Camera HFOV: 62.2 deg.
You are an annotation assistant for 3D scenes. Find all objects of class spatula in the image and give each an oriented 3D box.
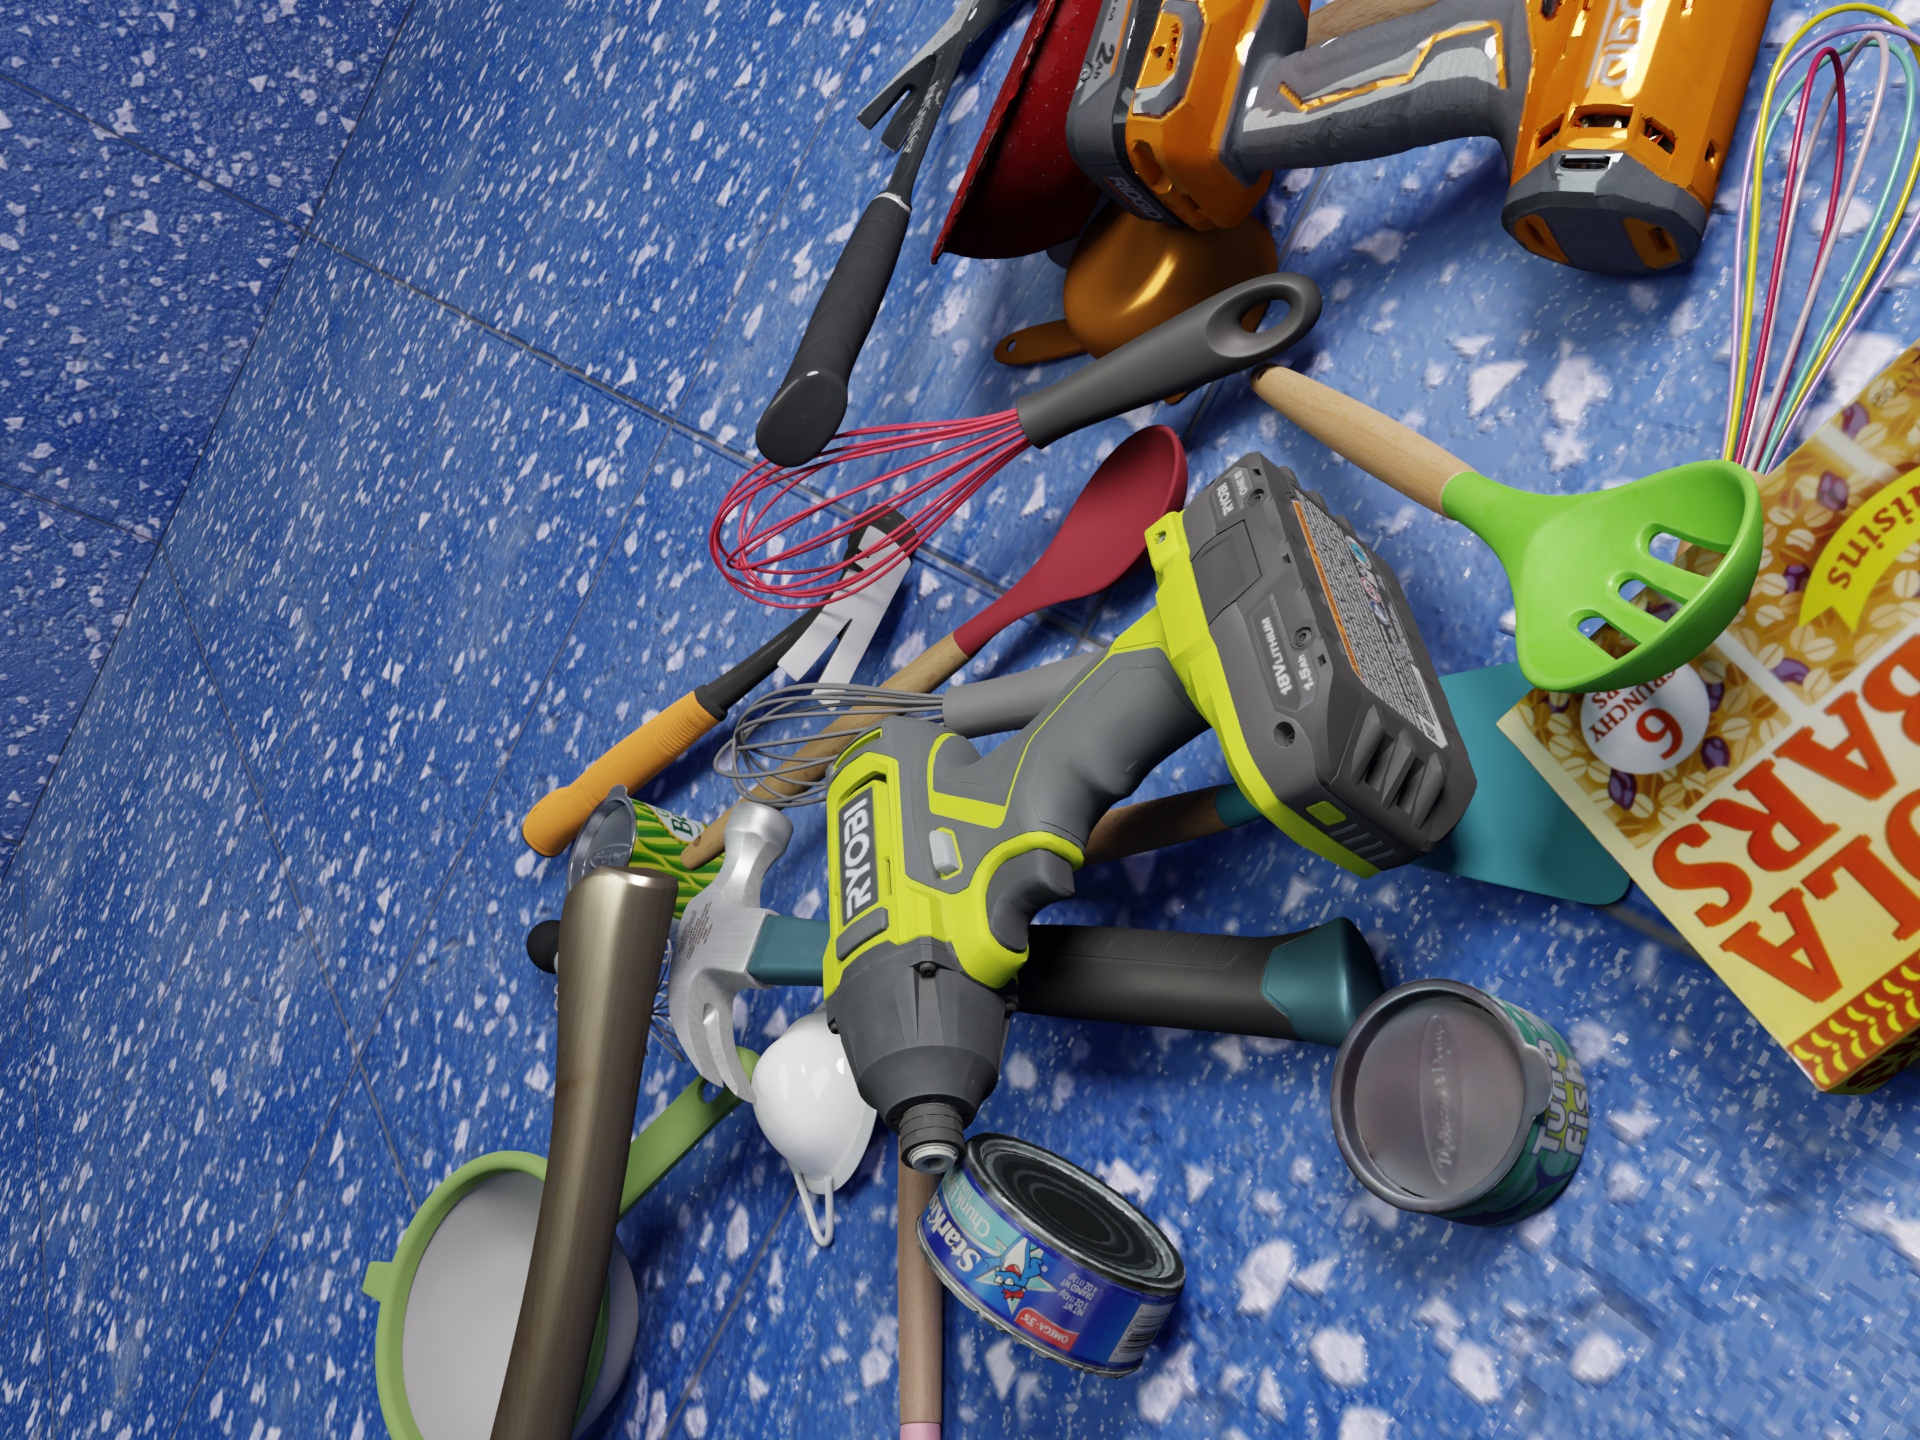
[{"bbox_3d":[0.087,0.041,0.579,0.317,0.044,0.082,-19,56,50],"label":"spatula"}]

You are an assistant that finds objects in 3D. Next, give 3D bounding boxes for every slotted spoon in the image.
[{"bbox_3d":[0.148,-0.079,0.498,0.070,0.031,0.314,-52,21,12],"label":"slotted spoon"}]

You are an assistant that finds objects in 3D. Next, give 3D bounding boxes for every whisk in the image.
[{"bbox_3d":[-0.002,-0.002,0.653,0.239,0.055,0.055,-11,61,28],"label":"whisk"},{"bbox_3d":[-0.190,0.130,0.817,0.285,0.070,0.070,-2,69,67],"label":"whisk"},{"bbox_3d":[0.228,-0.091,0.460,0.051,0.047,0.245,15,86,52],"label":"whisk"},{"bbox_3d":[0.013,-0.118,0.674,0.296,0.073,0.073,-21,54,26],"label":"whisk"}]

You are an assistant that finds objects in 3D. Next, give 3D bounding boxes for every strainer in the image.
[{"bbox_3d":[-0.051,0.096,0.706,0.087,0.050,0.259,-19,53,54],"label":"strainer"},{"bbox_3d":[-0.167,0.248,0.747,0.256,0.069,0.152,-46,52,10],"label":"strainer"}]

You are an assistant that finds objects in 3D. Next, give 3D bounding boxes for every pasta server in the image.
[{"bbox_3d":[-0.019,0.232,0.591,0.060,0.040,0.316,-21,53,29],"label":"pasta server"}]

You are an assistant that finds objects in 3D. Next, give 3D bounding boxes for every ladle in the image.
[{"bbox_3d":[-0.018,-0.019,0.709,0.315,0.031,0.069,-38,37,24],"label":"ladle"}]

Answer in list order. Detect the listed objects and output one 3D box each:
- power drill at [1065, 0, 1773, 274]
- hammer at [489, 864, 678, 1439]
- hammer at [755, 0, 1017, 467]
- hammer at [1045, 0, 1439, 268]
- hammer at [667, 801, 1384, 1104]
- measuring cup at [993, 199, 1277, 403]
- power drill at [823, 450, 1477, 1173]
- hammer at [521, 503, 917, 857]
[{"bbox_3d":[0.163,-0.248,0.556,0.227,0.084,0.164,17,89,36],"label":"power drill"},{"bbox_3d":[-0.163,0.266,0.655,0.146,0.038,0.410,10,89,31],"label":"hammer"},{"bbox_3d":[-0.036,-0.263,0.798,0.149,0.036,0.409,-35,29,40],"label":"hammer"},{"bbox_3d":[0.165,-0.288,0.656,0.331,0.031,0.130,-4,68,50],"label":"hammer"},{"bbox_3d":[0.005,0.091,0.602,0.331,0.033,0.128,-4,58,41],"label":"hammer"},{"bbox_3d":[0.058,-0.190,0.714,0.174,0.052,0.095,1,71,49],"label":"measuring cup"},{"bbox_3d":[0.043,0.033,0.518,0.223,0.080,0.171,-38,38,29],"label":"power drill"},{"bbox_3d":[-0.151,0.006,0.860,0.337,0.034,0.127,-33,24,41],"label":"hammer"}]
